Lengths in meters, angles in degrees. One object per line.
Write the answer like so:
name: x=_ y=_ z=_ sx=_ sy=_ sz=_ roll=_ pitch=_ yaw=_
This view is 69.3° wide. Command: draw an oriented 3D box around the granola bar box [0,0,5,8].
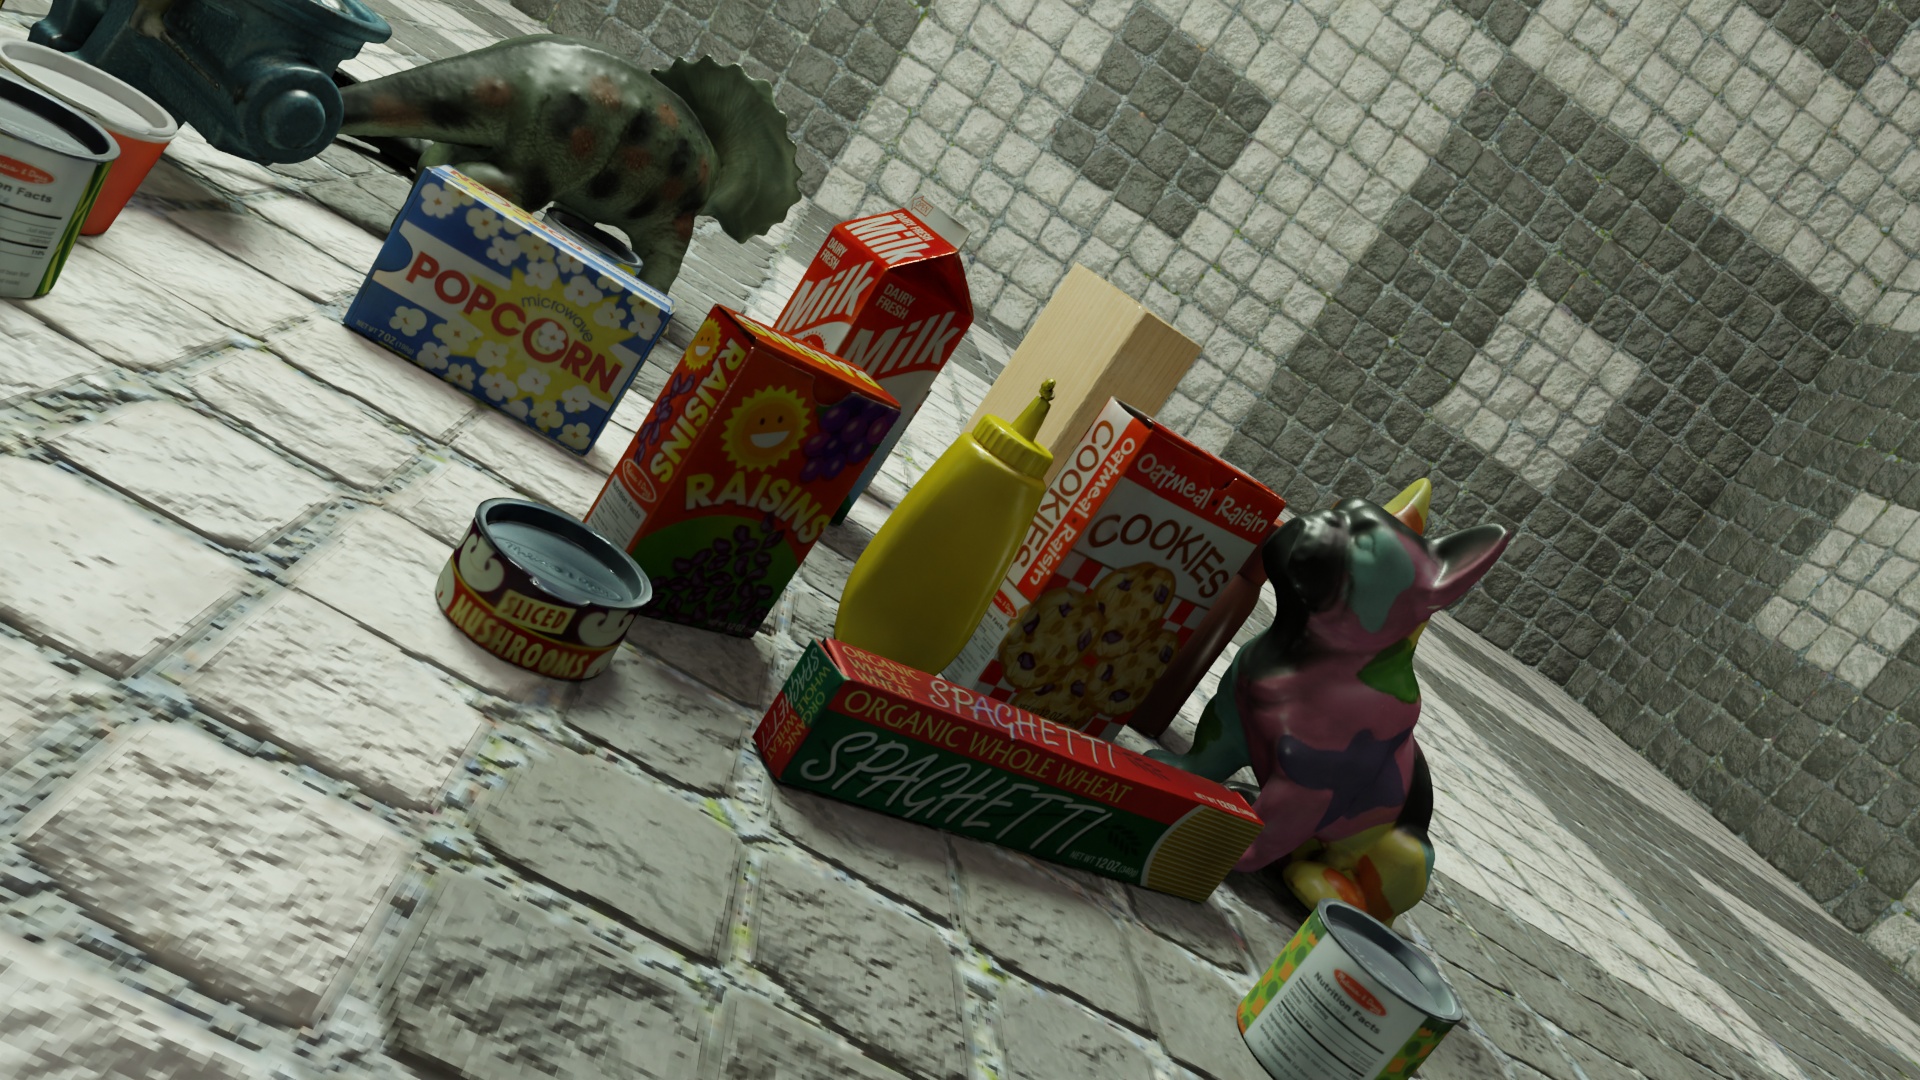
granola bar box: x=-0.414 y=-0.218 z=0.475 sx=0.165 sy=0.124 sz=0.039 roll=34 pitch=12 yaw=1

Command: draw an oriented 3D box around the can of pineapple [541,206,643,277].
can of pineapple: x=-0.240 y=-0.165 z=0.867 sx=0.071 sy=0.057 sz=0.071 roll=32 pitch=12 yaw=-8

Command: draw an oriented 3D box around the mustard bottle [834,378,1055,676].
mustard bottle: x=0.002 y=-0.008 z=0.657 sx=0.065 sy=0.160 sz=0.049 roll=32 pitch=12 yaw=-9

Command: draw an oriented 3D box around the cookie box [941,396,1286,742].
cookie box: x=0.080 y=0.021 z=0.727 sx=0.123 sy=0.167 sz=0.040 roll=23 pitch=17 yaw=-43

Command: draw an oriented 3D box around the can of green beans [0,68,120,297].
can of green beans: x=-0.336 y=-0.125 z=0.476 sx=0.071 sy=0.057 sz=0.071 roll=32 pitch=12 yaw=-8

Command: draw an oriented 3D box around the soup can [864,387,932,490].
soup can: x=-0.071 y=-0.087 z=0.940 sx=0.071 sy=0.083 sz=0.071 roll=32 pitch=12 yaw=-8

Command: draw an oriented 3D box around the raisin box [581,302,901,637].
raisin box: x=-0.092 y=-0.025 z=0.566 sx=0.086 sy=0.123 sz=0.040 roll=20 pitch=18 yaw=-48

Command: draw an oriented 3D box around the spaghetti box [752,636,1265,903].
spaghetti box: x=0.030 y=0.101 z=0.573 sx=0.250 sy=0.050 sz=0.029 roll=25 pitch=15 yaw=-36

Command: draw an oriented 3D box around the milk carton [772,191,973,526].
milk carton: x=-0.061 y=-0.112 z=0.813 sx=0.073 sy=0.190 sz=0.072 roll=23 pitch=16 yaw=-42

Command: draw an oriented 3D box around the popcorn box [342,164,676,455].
popcorn box: x=-0.213 y=-0.109 z=0.666 sx=0.126 sy=0.085 sz=0.038 roll=30 pitch=13 yaw=-17

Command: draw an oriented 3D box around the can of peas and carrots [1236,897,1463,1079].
can of peas and carrots: x=0.153 y=0.185 z=0.548 sx=0.071 sy=0.058 sz=0.071 roll=32 pitch=12 yaw=-8

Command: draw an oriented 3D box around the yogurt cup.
yogurt cup: x=-0.359 y=-0.159 z=0.554 sx=0.072 sy=0.054 sz=0.072 roll=32 pitch=12 yaw=-8

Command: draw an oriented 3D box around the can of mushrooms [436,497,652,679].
can of mushrooms: x=-0.145 y=0.017 z=0.483 sx=0.071 sy=0.033 sz=0.071 roll=32 pitch=13 yaw=-8

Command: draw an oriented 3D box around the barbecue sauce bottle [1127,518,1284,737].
barbecue sauce bottle: x=0.146 y=0.047 z=0.842 sx=0.043 sy=0.148 sz=0.065 roll=33 pitch=12 yaw=-4
